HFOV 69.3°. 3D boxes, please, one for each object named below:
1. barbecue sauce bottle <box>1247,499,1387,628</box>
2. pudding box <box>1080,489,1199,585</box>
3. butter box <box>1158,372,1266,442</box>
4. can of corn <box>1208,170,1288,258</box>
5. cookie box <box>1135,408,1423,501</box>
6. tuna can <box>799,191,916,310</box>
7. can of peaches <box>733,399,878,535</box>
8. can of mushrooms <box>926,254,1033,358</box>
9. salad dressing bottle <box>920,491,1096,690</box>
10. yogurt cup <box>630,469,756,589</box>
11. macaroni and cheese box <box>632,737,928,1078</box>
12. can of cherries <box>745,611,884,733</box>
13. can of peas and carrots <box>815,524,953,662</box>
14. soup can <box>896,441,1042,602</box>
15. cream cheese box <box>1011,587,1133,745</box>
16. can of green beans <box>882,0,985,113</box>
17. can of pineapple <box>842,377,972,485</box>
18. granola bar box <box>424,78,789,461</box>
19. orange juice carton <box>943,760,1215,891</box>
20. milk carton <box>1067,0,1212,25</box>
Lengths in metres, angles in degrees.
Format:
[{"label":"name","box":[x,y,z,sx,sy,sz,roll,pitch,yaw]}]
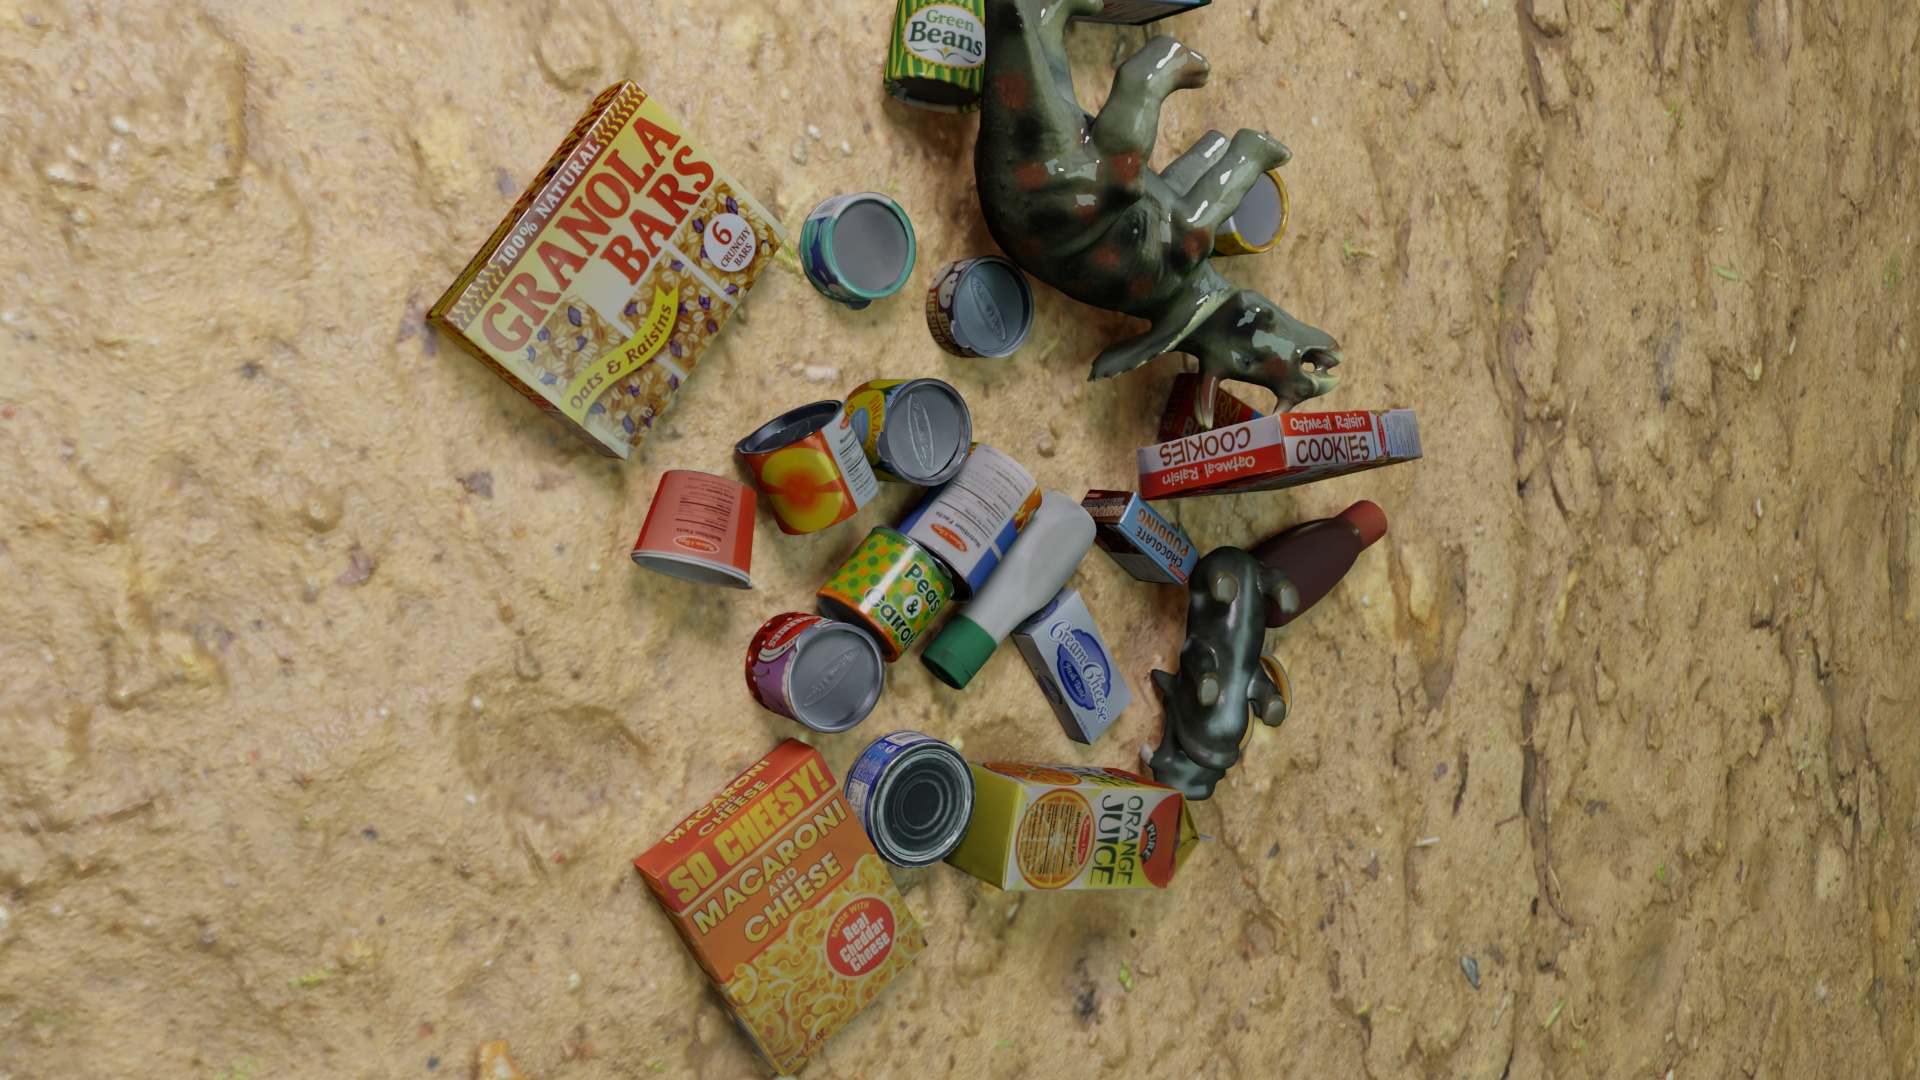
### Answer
[{"label":"barbecue sauce bottle","box":[0.287,0.012,1.120,0.149,0.043,0.064,-28,109,-31]},{"label":"pudding box","box":[0.127,-0.002,0.998,0.083,0.049,0.030,40,70,-32]},{"label":"butter box","box":[0.198,-0.084,1.057,0.103,0.024,0.053,25,79,-35]},{"label":"can of corn","box":[0.200,-0.242,1.023,0.071,0.058,0.071,-4,97,-36]},{"label":"cookie box","box":[0.224,-0.059,0.973,0.168,0.122,0.040,-6,85,-42]},{"label":"tuna can","box":[-0.062,-0.178,0.854,0.071,0.033,0.071,-4,96,-36]},{"label":"can of peaches","box":[-0.091,-0.043,0.827,0.071,0.071,0.058,-36,115,-28]},{"label":"can of mushrooms","box":[0.011,-0.151,0.909,0.071,0.033,0.071,-5,98,-36]},{"label":"salad dressing bottle","box":[0.032,0.034,0.935,0.148,0.044,0.064,-50,140,-19]},{"label":"yogurt cup","box":[-0.148,-0.007,0.789,0.072,0.072,0.054,20,75,-36]},{"label":"macaroni and cheese box","box":[-0.107,0.224,0.855,0.124,0.040,0.166,-38,115,-27]},{"label":"can of cherries","box":[-0.090,0.076,0.842,0.072,0.058,0.071,-5,98,-35]},{"label":"can of peas and carrots","box":[-0.046,0.034,0.862,0.059,0.071,0.070,-49,120,-21]},{"label":"soup can","box":[0.003,-0.011,0.899,0.084,0.071,0.071,-53,121,-21]},{"label":"cream cheese box","box":[0.081,0.089,0.989,0.053,0.024,0.103,-42,117,-27]},{"label":"can of green beans","box":[-0.012,-0.303,0.858,0.071,0.071,0.058,10,89,-36]},{"label":"can of pineapple","box":[-0.037,-0.068,0.867,0.071,0.058,0.071,-4,97,-36]},{"label":"granola bar box","box":[-0.189,-0.146,0.761,0.124,0.039,0.166,42,71,-32]},{"label":"orange juice carton","box":[0.088,0.200,0.975,0.193,0.072,0.073,9,89,-36]},{"label":"milk carton","box":[0.071,-0.384,0.906,0.191,0.073,0.072,-11,101,-34]}]
